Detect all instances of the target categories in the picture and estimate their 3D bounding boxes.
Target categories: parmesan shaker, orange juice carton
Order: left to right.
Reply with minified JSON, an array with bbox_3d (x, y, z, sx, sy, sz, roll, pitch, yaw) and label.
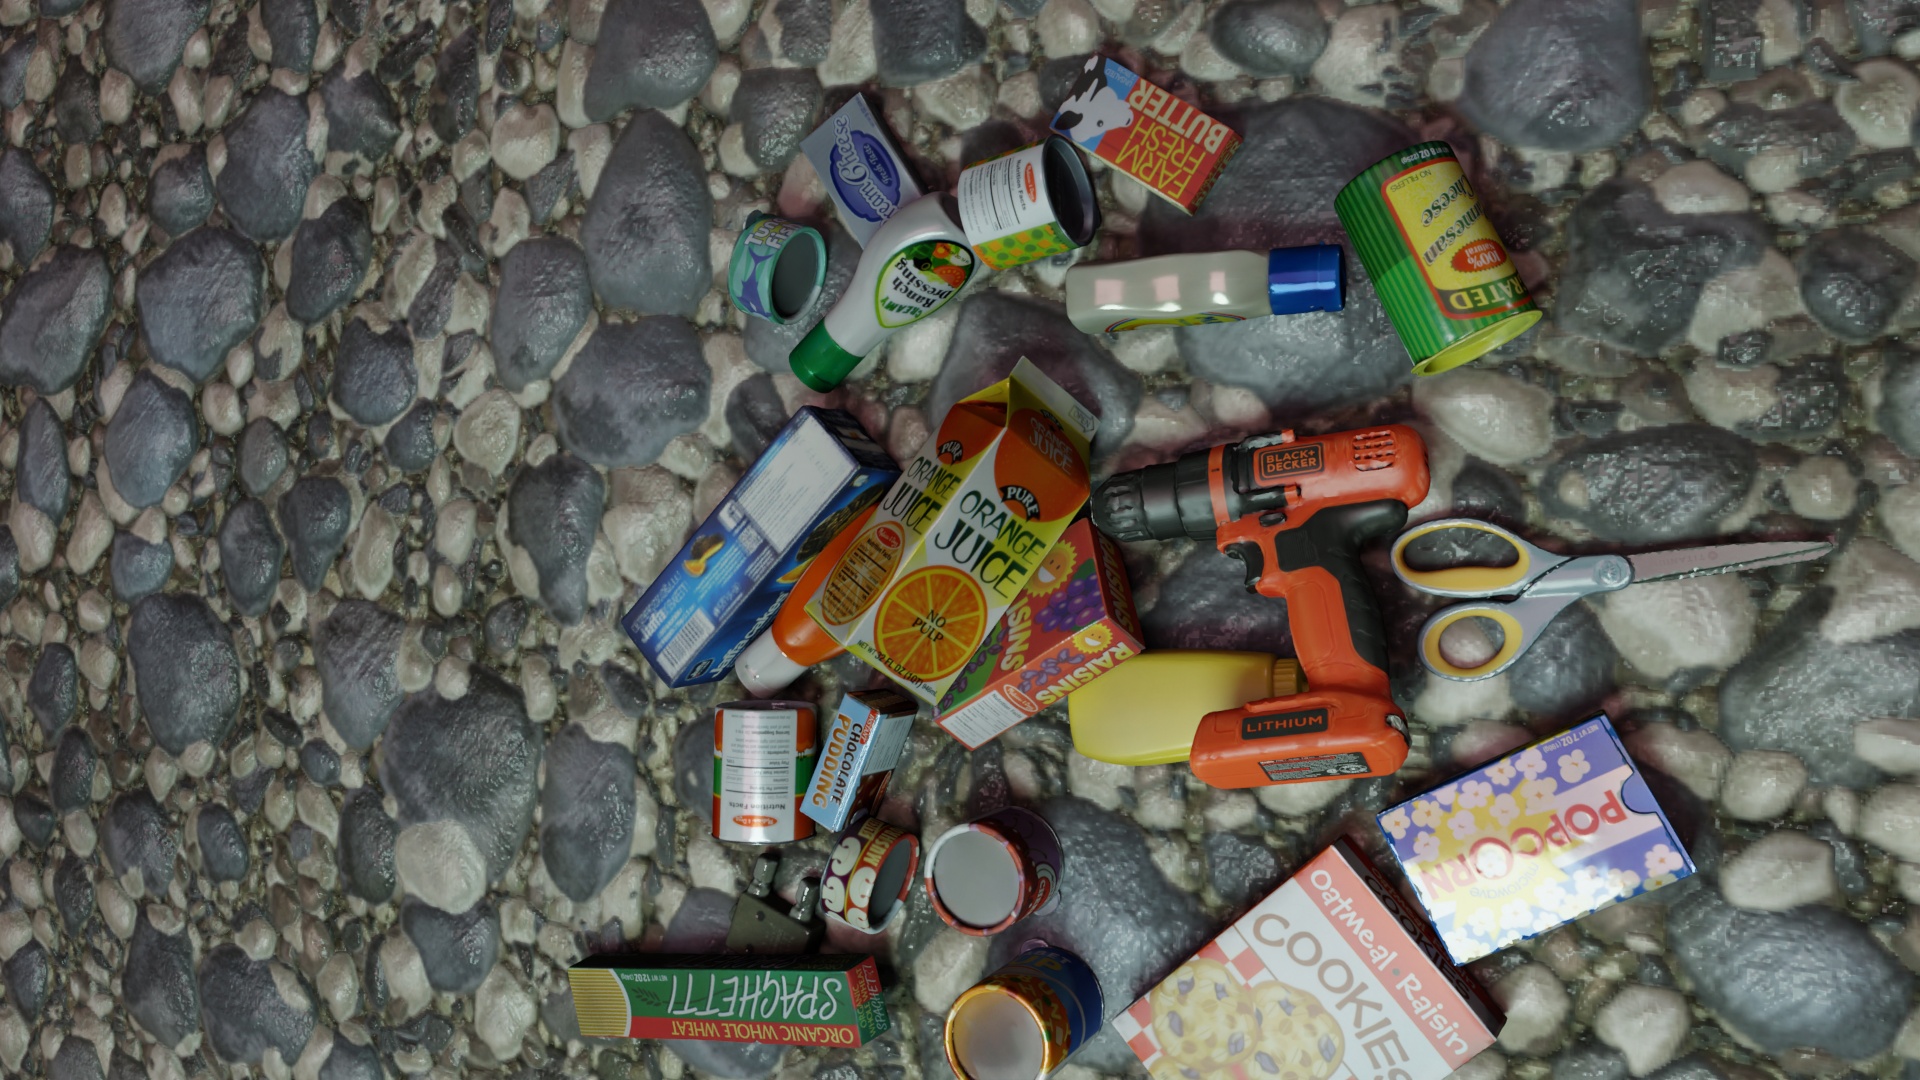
[{"bbox_3d":[0.003,-0.010,0.796,0.193,0.071,0.073,-54,30,-2],"label":"orange juice carton"},{"bbox_3d":[0.242,-0.144,0.716,0.071,0.071,0.103,-28,78,22],"label":"parmesan shaker"}]

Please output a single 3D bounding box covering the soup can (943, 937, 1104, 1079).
[{"bbox_3d":[0.036,0.273,0.796,0.071,0.084,0.071,-1,88,26],"label":"soup can"}]

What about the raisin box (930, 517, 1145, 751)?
[{"bbox_3d":[0.040,0.054,0.801,0.123,0.040,0.086,-34,35,21],"label":"raisin box"}]

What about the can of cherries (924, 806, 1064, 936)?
[{"bbox_3d":[0.022,0.196,0.818,0.071,0.058,0.071,-1,88,26],"label":"can of cherries"}]

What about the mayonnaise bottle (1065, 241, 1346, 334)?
[{"bbox_3d":[0.136,-0.140,0.772,0.148,0.065,0.041,-1,92,22],"label":"mayonnaise bottle"}]

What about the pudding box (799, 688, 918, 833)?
[{"bbox_3d":[-0.063,0.136,0.864,0.030,0.050,0.083,25,100,25],"label":"pudding box"}]

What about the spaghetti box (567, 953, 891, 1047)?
[{"bbox_3d":[-0.156,0.294,0.896,0.249,0.029,0.050,-11,92,32],"label":"spaghetti box"}]

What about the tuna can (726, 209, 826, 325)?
[{"bbox_3d":[-0.116,-0.175,0.886,0.033,0.071,0.071,21,98,23],"label":"tuna can"}]

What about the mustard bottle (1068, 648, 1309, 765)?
[{"bbox_3d":[0.141,0.090,0.770,0.160,0.049,0.065,-7,81,24],"label":"mustard bottle"}]

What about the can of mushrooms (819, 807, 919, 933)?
[{"bbox_3d":[-0.054,0.202,0.849,0.033,0.071,0.071,17,96,24],"label":"can of mushrooms"}]

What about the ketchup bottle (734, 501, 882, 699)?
[{"bbox_3d":[-0.082,0.043,0.879,0.148,0.043,0.065,-41,77,19],"label":"ketchup bottle"}]

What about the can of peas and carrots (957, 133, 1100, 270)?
[{"bbox_3d":[0.041,-0.196,0.815,0.058,0.071,0.071,-11,84,30],"label":"can of peas and carrots"}]

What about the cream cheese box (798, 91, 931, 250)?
[{"bbox_3d":[-0.056,-0.228,0.884,0.053,0.024,0.104,-36,74,21],"label":"cream cheese box"}]

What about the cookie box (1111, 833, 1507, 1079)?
[{"bbox_3d":[0.185,0.258,0.751,0.167,0.040,0.123,-45,72,19],"label":"cookie box"}]

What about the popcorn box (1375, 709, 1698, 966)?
[{"bbox_3d":[0.289,0.151,0.705,0.126,0.038,0.085,-31,75,22],"label":"popcorn box"}]

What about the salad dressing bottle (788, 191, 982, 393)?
[{"bbox_3d":[-0.048,-0.150,0.861,0.147,0.064,0.044,-41,46,28],"label":"salad dressing bottle"}]

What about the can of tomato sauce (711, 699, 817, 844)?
[{"bbox_3d":[-0.124,0.146,0.886,0.071,0.071,0.083,0,89,25],"label":"can of tomato sauce"}]

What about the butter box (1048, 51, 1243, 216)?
[{"bbox_3d":[0.107,-0.236,0.807,0.103,0.024,0.053,37,105,22],"label":"butter box"}]
